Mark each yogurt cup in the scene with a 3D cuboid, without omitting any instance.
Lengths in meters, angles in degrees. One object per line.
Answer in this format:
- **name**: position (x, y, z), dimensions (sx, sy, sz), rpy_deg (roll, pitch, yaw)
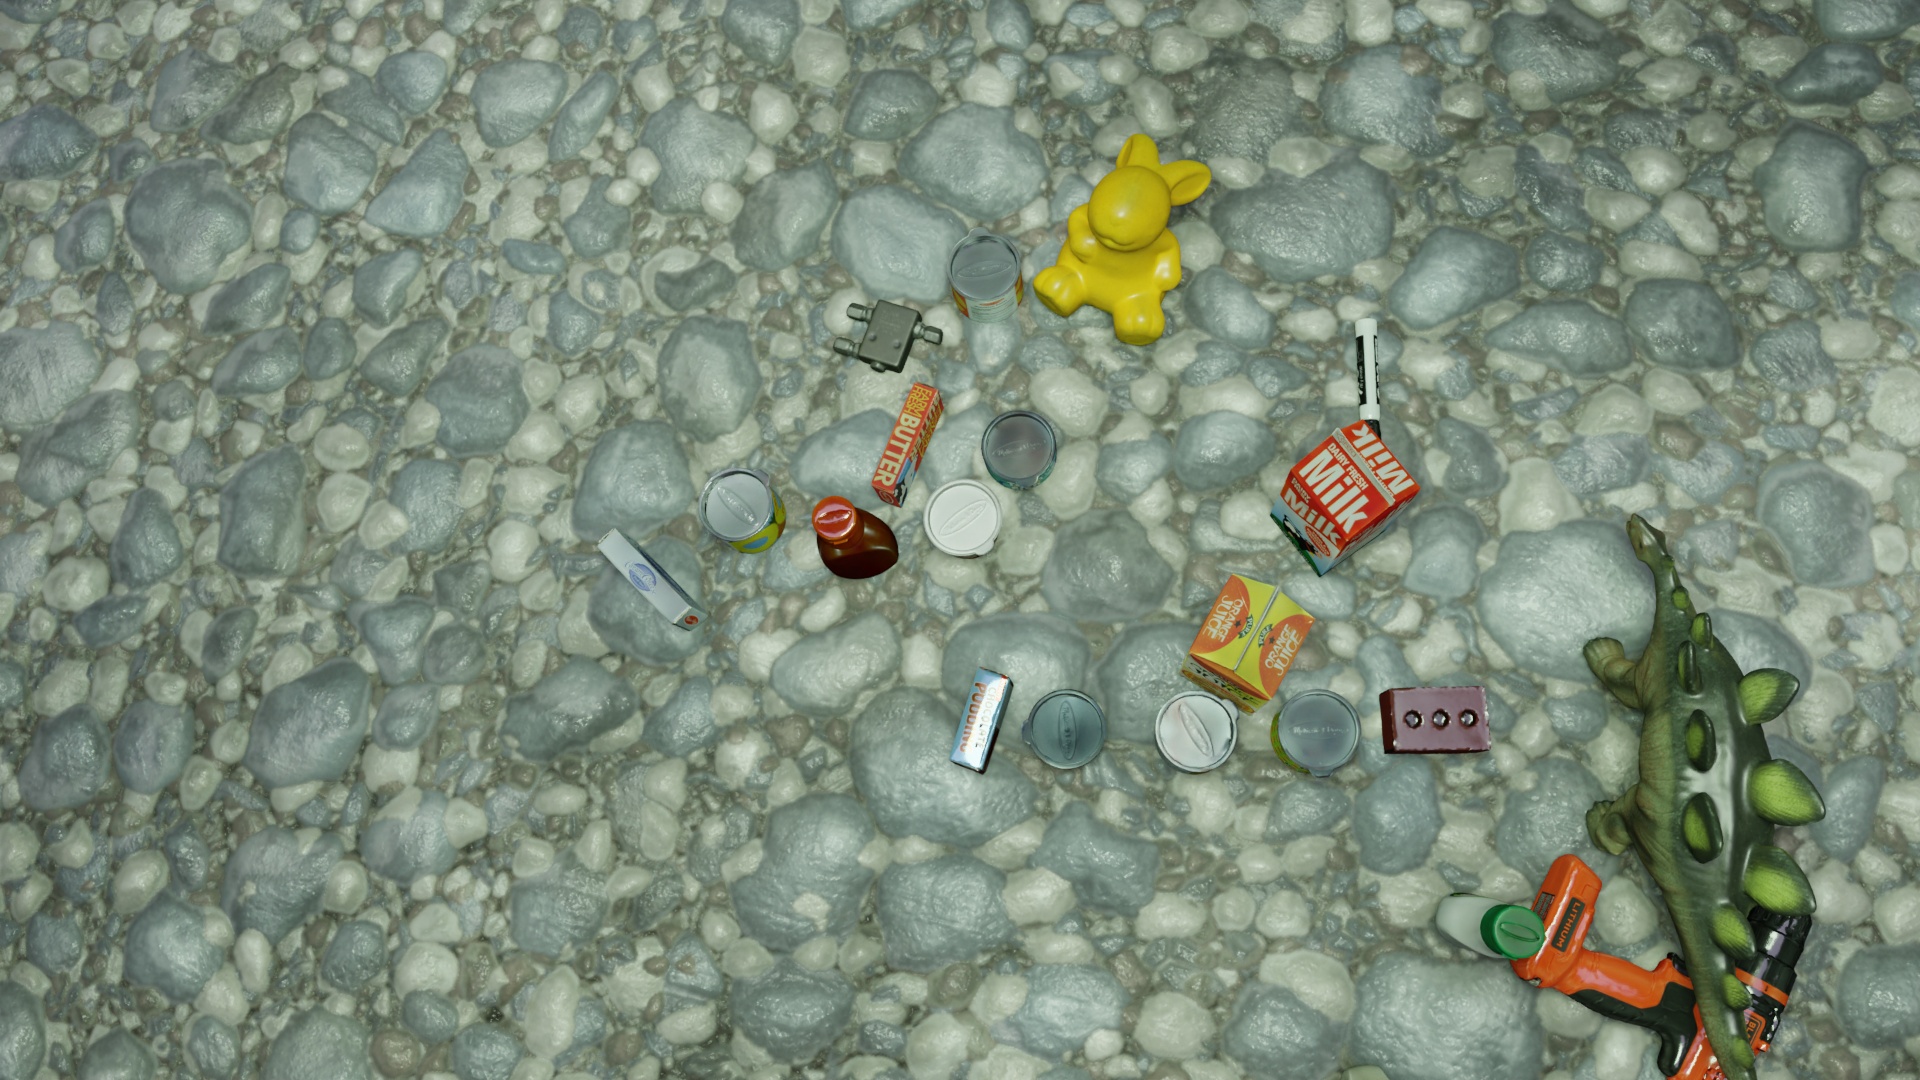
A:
- **yogurt cup**: position (0.004, -0.015, 1.209), dimensions (0.072, 0.054, 0.072), rpy_deg (-1, 77, 5)

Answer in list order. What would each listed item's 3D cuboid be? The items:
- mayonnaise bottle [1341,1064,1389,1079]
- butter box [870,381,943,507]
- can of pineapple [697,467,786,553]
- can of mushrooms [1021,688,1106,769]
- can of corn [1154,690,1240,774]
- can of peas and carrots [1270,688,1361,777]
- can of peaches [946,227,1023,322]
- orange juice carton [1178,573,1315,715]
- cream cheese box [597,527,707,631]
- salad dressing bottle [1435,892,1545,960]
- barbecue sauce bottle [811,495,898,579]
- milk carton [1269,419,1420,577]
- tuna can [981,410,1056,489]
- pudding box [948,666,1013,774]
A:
- **mayonnaise bottle**: position (0.314, 0.432, 1.029), dimensions (0.041, 0.148, 0.065), rpy_deg (-9, 77, 4)
- **butter box**: position (-0.046, -0.085, 1.230), dimensions (0.024, 0.053, 0.103), rpy_deg (21, 80, 10)
- **can of pineapple**: position (-0.190, -0.026, 1.229), dimensions (0.071, 0.057, 0.071), rpy_deg (-1, 77, 5)
- **can of mushrooms**: position (0.087, 0.160, 1.172), dimensions (0.071, 0.033, 0.071), rpy_deg (-1, 77, 5)
- **can of corn**: position (0.196, 0.158, 1.149), dimensions (0.071, 0.058, 0.071), rpy_deg (-1, 77, 5)
- **can of peas and carrots**: position (0.290, 0.160, 1.139), dimensions (0.071, 0.058, 0.071), rpy_deg (-1, 77, 5)
- **can of peaches**: position (0.023, -0.239, 1.256), dimensions (0.071, 0.058, 0.071), rpy_deg (-1, 77, 5)
- **orange juice carton**: position (0.224, 0.083, 1.094), dimensions (0.073, 0.192, 0.072), rpy_deg (30, 82, 11)
- **cream cheese box**: position (-0.271, 0.036, 1.225), dimensions (0.104, 0.053, 0.024), rpy_deg (44, 85, 13)
- **salad dressing bottle**: position (0.403, 0.293, 1.052), dimensions (0.064, 0.147, 0.044), rpy_deg (17, 80, 9)
- **barbecue sauce bottle**: position (-0.093, -0.002, 1.167), dimensions (0.065, 0.148, 0.044), rpy_deg (-13, 77, 3)
- **milk carton**: position (0.308, -0.036, 1.114), dimensions (0.073, 0.190, 0.072), rpy_deg (-35, 77, -2)
- **tuna can**: position (0.053, -0.077, 1.229), dimensions (0.071, 0.032, 0.071), rpy_deg (-1, 77, 5)
- **pudding box**: position (0.018, 0.153, 1.172), dimensions (0.030, 0.049, 0.084), rpy_deg (17, 80, 9)
